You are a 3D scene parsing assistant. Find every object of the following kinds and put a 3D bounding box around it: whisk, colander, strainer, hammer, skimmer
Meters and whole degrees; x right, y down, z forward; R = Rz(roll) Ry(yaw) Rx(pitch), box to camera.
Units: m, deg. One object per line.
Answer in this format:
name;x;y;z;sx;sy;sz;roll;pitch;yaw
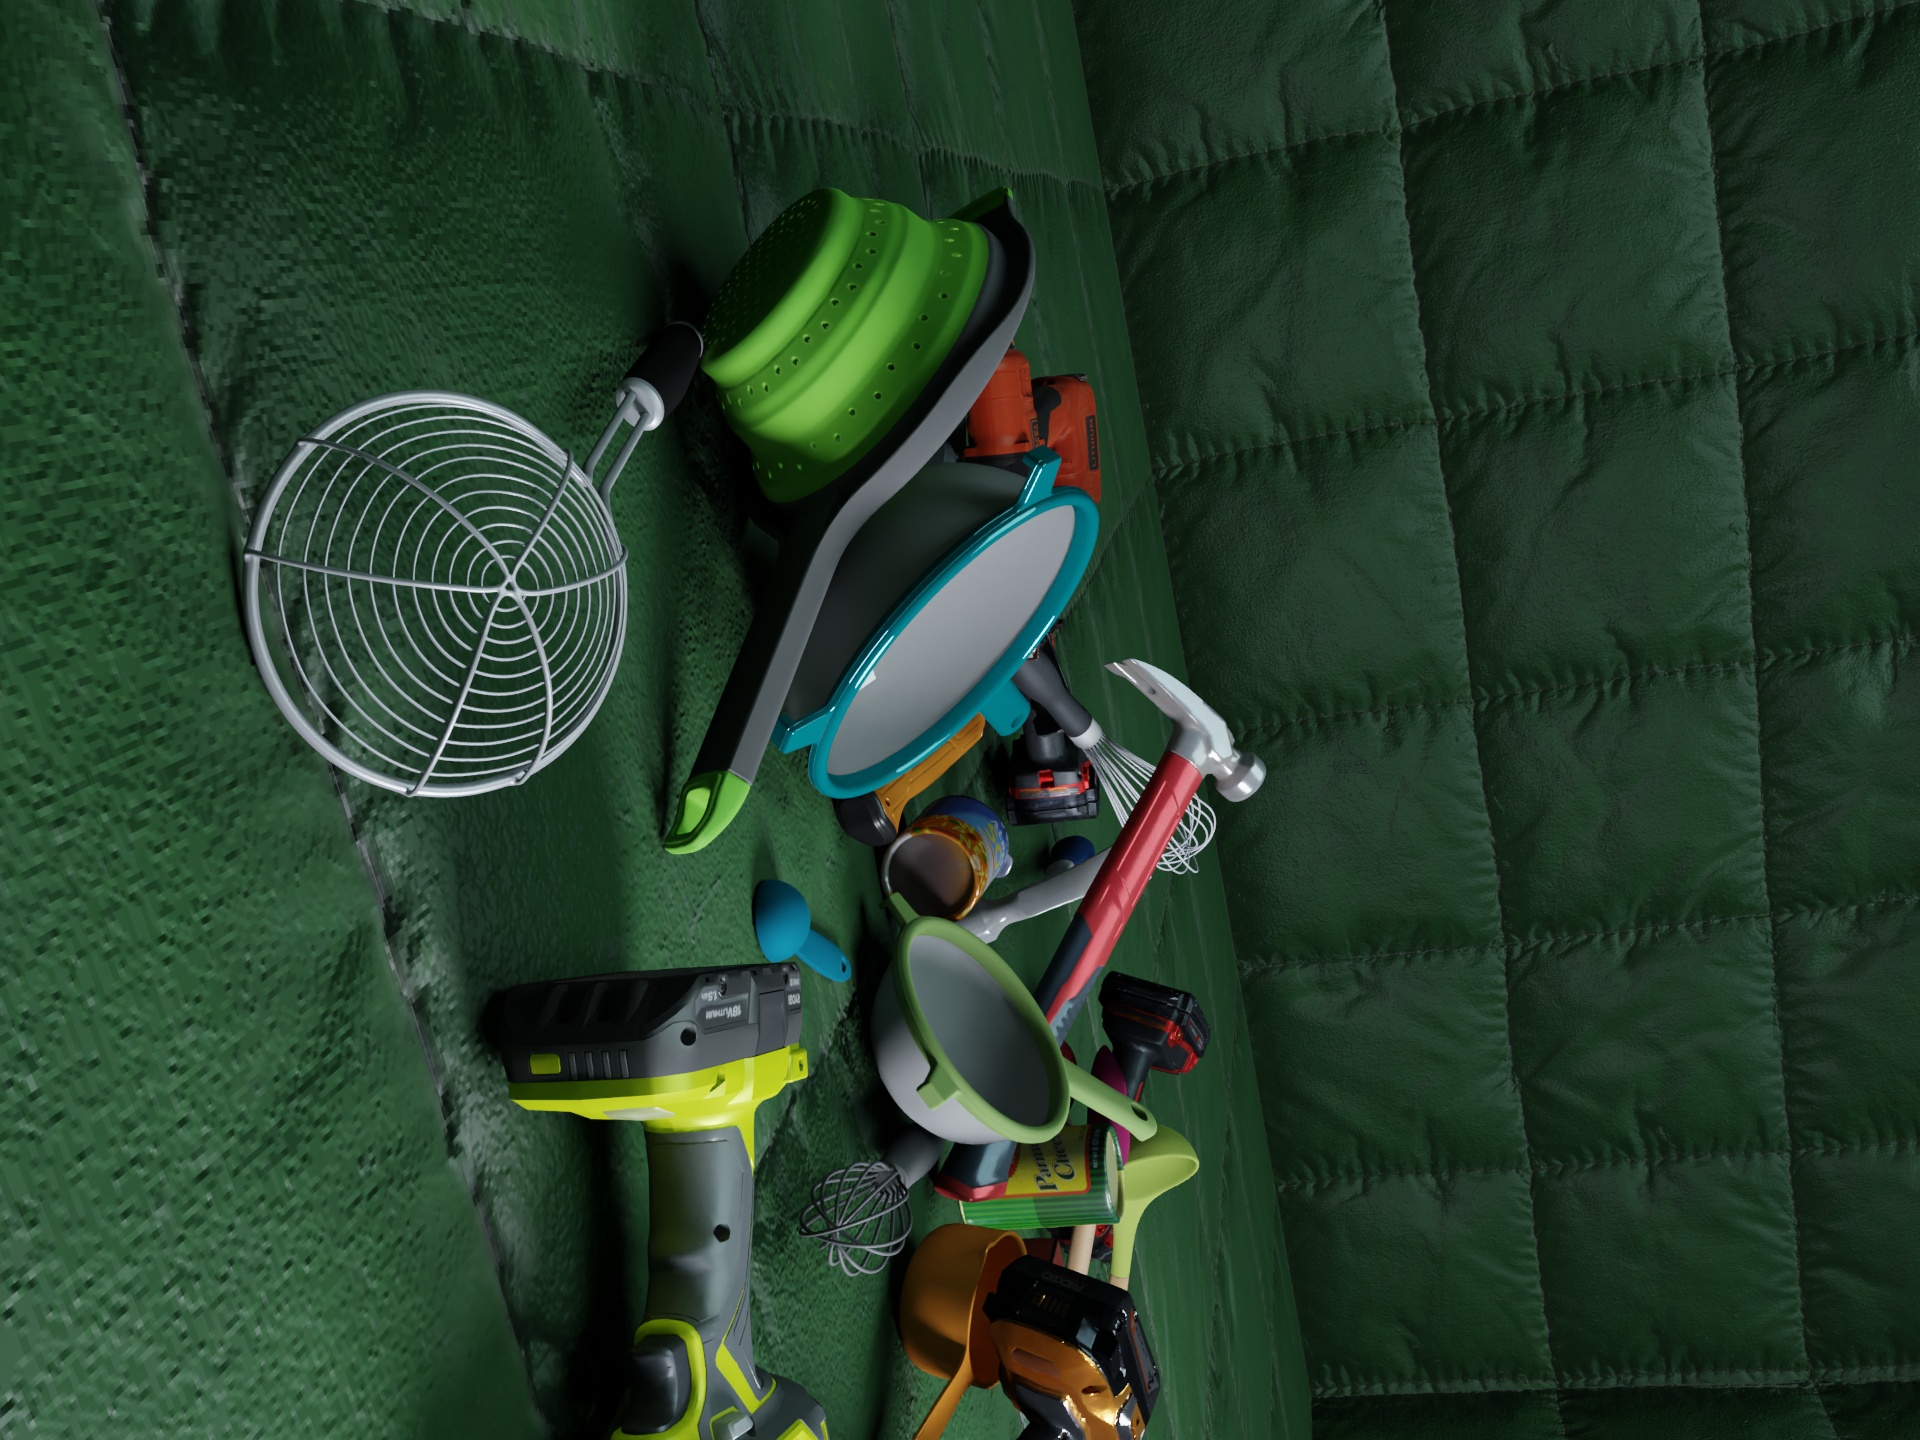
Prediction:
whisk;0.107;0.025;1.175;0.284;0.070;0.070;47;34;-37
colander;-0.089;-0.128;0.765;0.094;0.204;0.397;35;58;-30
strainer;-0.018;-0.054;0.913;0.095;0.211;0.340;43;0;14
hammer;0.076;0.140;1.076;0.143;0.038;0.386;40;66;-19
hammer;-0.002;-0.003;1.068;0.337;0.034;0.127;-40;112;-62
strainer;0.026;0.221;0.980;0.256;0.069;0.152;37;24;-38
hammer;0.087;0.124;1.318;0.405;0.144;0.035;1;67;-83
skimmer;-0.160;-0.096;0.616;0.364;0.090;0.127;-93;157;-65
whisk;-0.037;0.250;0.870;0.239;0.055;0.055;12;70;-80

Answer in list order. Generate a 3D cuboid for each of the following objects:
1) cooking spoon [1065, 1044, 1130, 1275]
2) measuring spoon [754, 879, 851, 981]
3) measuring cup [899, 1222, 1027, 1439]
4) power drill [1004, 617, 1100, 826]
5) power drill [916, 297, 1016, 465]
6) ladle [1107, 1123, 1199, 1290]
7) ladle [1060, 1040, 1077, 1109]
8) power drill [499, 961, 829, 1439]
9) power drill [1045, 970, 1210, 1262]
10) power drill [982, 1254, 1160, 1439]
cooking spoon;0.094;0.366;1.182;0.069;0.017;0.318;-119;-153;-51
measuring spoon;-0.075;0.117;0.844;0.128;0.021;0.042;52;33;-61
measuring cup;-0.017;0.357;0.895;0.174;0.052;0.095;-46;133;-52
power drill;0.067;-0.034;1.331;0.143;0.078;0.219;-77;160;-69
power drill;-0.008;-0.214;1.194;0.164;0.084;0.227;60;30;-57
ladle;0.124;0.458;1.231;0.062;0.078;0.320;-142;-122;-66
ladle;0.037;0.265;1.197;0.315;0.031;0.069;39;53;-67
power drill;-0.107;0.205;0.562;0.190;0.080;0.228;21;64;-74
power drill;0.138;0.347;1.347;0.227;0.080;0.187;-67;154;-21
power drill;0.016;0.396;0.829;0.226;0.084;0.185;-53;139;-37
